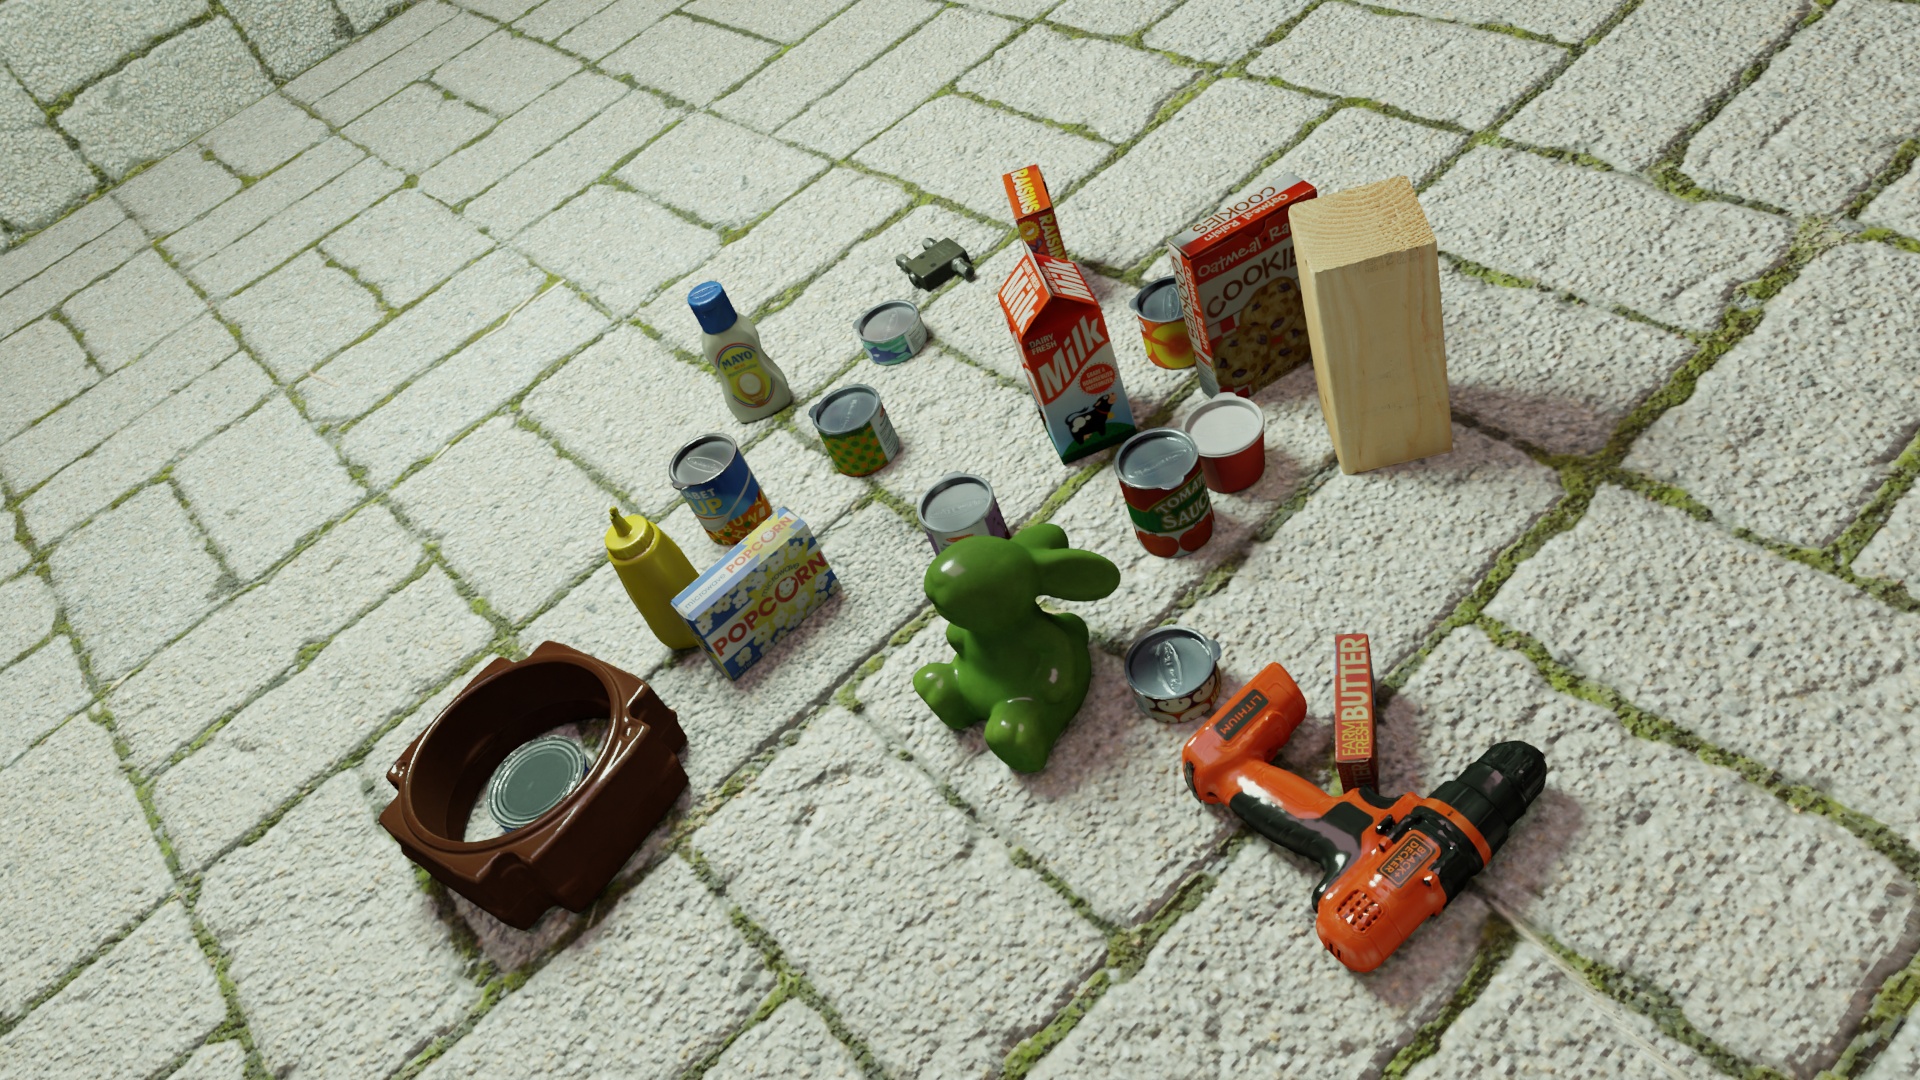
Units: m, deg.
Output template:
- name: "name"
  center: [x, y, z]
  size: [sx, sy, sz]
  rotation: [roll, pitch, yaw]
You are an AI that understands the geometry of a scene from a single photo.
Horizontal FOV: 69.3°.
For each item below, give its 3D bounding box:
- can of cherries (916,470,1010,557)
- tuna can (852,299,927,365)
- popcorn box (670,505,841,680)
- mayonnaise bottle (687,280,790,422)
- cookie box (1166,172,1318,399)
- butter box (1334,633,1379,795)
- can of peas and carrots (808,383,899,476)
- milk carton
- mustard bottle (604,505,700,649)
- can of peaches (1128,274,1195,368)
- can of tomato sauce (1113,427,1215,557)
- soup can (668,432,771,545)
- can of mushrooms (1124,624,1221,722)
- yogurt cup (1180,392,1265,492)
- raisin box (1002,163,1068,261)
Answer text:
- name: "can of cherries"
  center: [0.004, -0.015, 1.162]
  size: [0.071, 0.058, 0.072]
  rotation: [-12, 45, 12]
- name: "tuna can"
  center: [-0.071, -0.209, 1.401]
  size: [0.071, 0.032, 0.071]
  rotation: [-12, 45, 12]
- name: "popcorn box"
  center: [-0.169, 0.044, 1.159]
  size: [0.127, 0.085, 0.038]
  rotation: [-42, 47, -19]
- name: "mayonnaise bottle"
  center: [-0.220, -0.184, 1.356]
  size: [0.065, 0.147, 0.041]
  rotation: [-23, 44, 2]
- name: "cookie box"
  center: [0.249, -0.206, 1.166]
  size: [0.123, 0.166, 0.040]
  rotation: [-30, 44, -7]
- name: "butter box"
  center: [0.265, 0.118, 0.929]
  size: [0.024, 0.053, 0.104]
  rotation: [-5, 47, 19]
- name: "can of peas and carrots"
  center: [-0.099, -0.102, 1.289]
  size: [0.071, 0.058, 0.071]
  rotation: [-12, 45, 12]
- name: "milk carton"
  center: [0.087, -0.162, 1.174]
  size: [0.073, 0.189, 0.072]
  rotation: [-22, 44, 2]
- name: "mustard bottle"
  center: [-0.258, 0.024, 1.161]
  size: [0.049, 0.159, 0.065]
  rotation: [-16, 44, 8]
- name: "can of peaches"
  center: [0.193, -0.198, 1.260]
  size: [0.071, 0.057, 0.071]
  rotation: [-12, 45, 12]
- name: "can of tomato sauce"
  center: [0.164, -0.036, 1.098]
  size: [0.071, 0.082, 0.071]
  rotation: [-12, 45, 12]
- name: "soup can"
  center: [-0.220, -0.044, 1.267]
  size: [0.071, 0.083, 0.072]
  rotation: [-12, 45, 12]
- name: "can of mushrooms"
  center: [0.157, 0.097, 1.009]
  size: [0.071, 0.033, 0.071]
  rotation: [-12, 45, 12]
- name: "yogurt cup"
  center: [0.218, -0.076, 1.135]
  size: [0.072, 0.053, 0.073]
  rotation: [-12, 45, 12]
- name: "raisin box"
  center: [0.080, -0.290, 1.349]
  size: [0.040, 0.123, 0.086]
  rotation: [-17, 44, 7]
